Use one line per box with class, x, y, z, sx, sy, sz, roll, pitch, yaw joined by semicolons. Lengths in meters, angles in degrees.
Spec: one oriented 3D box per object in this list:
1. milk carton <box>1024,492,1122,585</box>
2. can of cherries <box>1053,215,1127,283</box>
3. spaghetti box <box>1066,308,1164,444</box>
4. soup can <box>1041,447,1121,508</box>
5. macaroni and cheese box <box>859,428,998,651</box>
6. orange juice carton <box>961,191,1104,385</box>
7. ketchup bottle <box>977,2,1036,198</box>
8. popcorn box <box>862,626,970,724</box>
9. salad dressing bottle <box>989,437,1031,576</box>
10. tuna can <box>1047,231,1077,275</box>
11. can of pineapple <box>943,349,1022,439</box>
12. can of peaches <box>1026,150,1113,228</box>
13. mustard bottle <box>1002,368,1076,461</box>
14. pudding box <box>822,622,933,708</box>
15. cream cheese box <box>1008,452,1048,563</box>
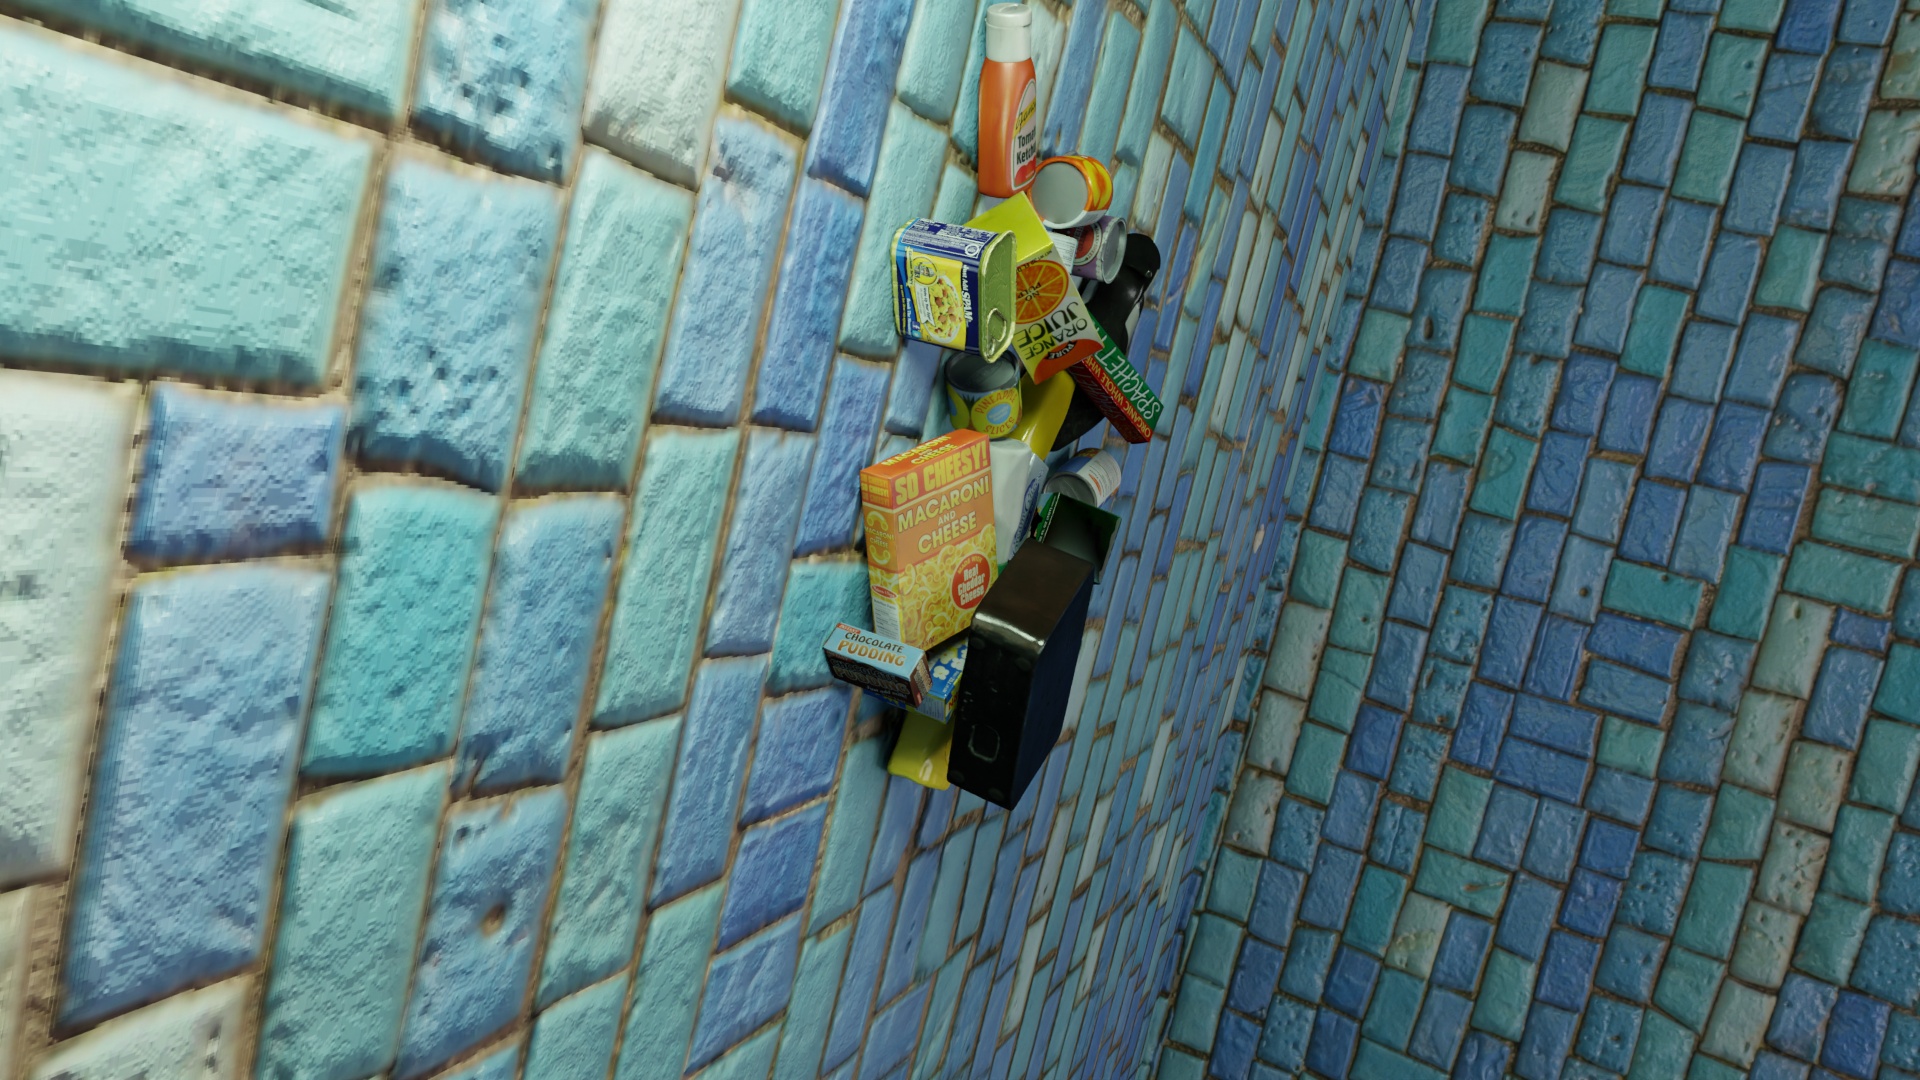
milk carton;0.085;-0.001;1.409;0.072;0.073;0.190;-71;-164;-6
can of cherries;0.128;-0.296;1.390;0.072;0.058;0.071;-51;150;-45
spaghetti box;0.130;-0.184;1.390;0.249;0.028;0.050;43;63;-41
soup can;0.136;-0.061;1.574;0.084;0.071;0.071;-42;142;-55
macaroni and cheese box;-0.024;0.002;1.181;0.124;0.040;0.165;-27;122;-42
orange juice carton;0.066;-0.204;1.209;0.072;0.073;0.192;-29;145;6
ketchup bottle;0.039;-0.361;1.141;0.065;0.043;0.148;-50;148;-46
popcorn box;-0.023;0.100;1.258;0.127;0.085;0.038;-53;154;-43
salad dressing bottle;0.031;-0.018;1.257;0.064;0.044;0.147;-31;134;-61
tuna can;0.071;-0.264;1.266;0.071;0.071;0.032;-9;112;-67
can of pineapple;0.021;-0.130;1.228;0.071;0.071;0.057;-57;154;-36
can of peaches;0.101;-0.327;1.293;0.058;0.071;0.071;-31;133;-60
mustard bottle;0.084;-0.146;1.402;0.161;0.049;0.065;-62;152;-29
pudding box;-0.068;0.103;1.151;0.030;0.084;0.049;-58;155;-32
cream cheese box;0.052;-0.031;1.326;0.053;0.024;0.104;37;70;-66
